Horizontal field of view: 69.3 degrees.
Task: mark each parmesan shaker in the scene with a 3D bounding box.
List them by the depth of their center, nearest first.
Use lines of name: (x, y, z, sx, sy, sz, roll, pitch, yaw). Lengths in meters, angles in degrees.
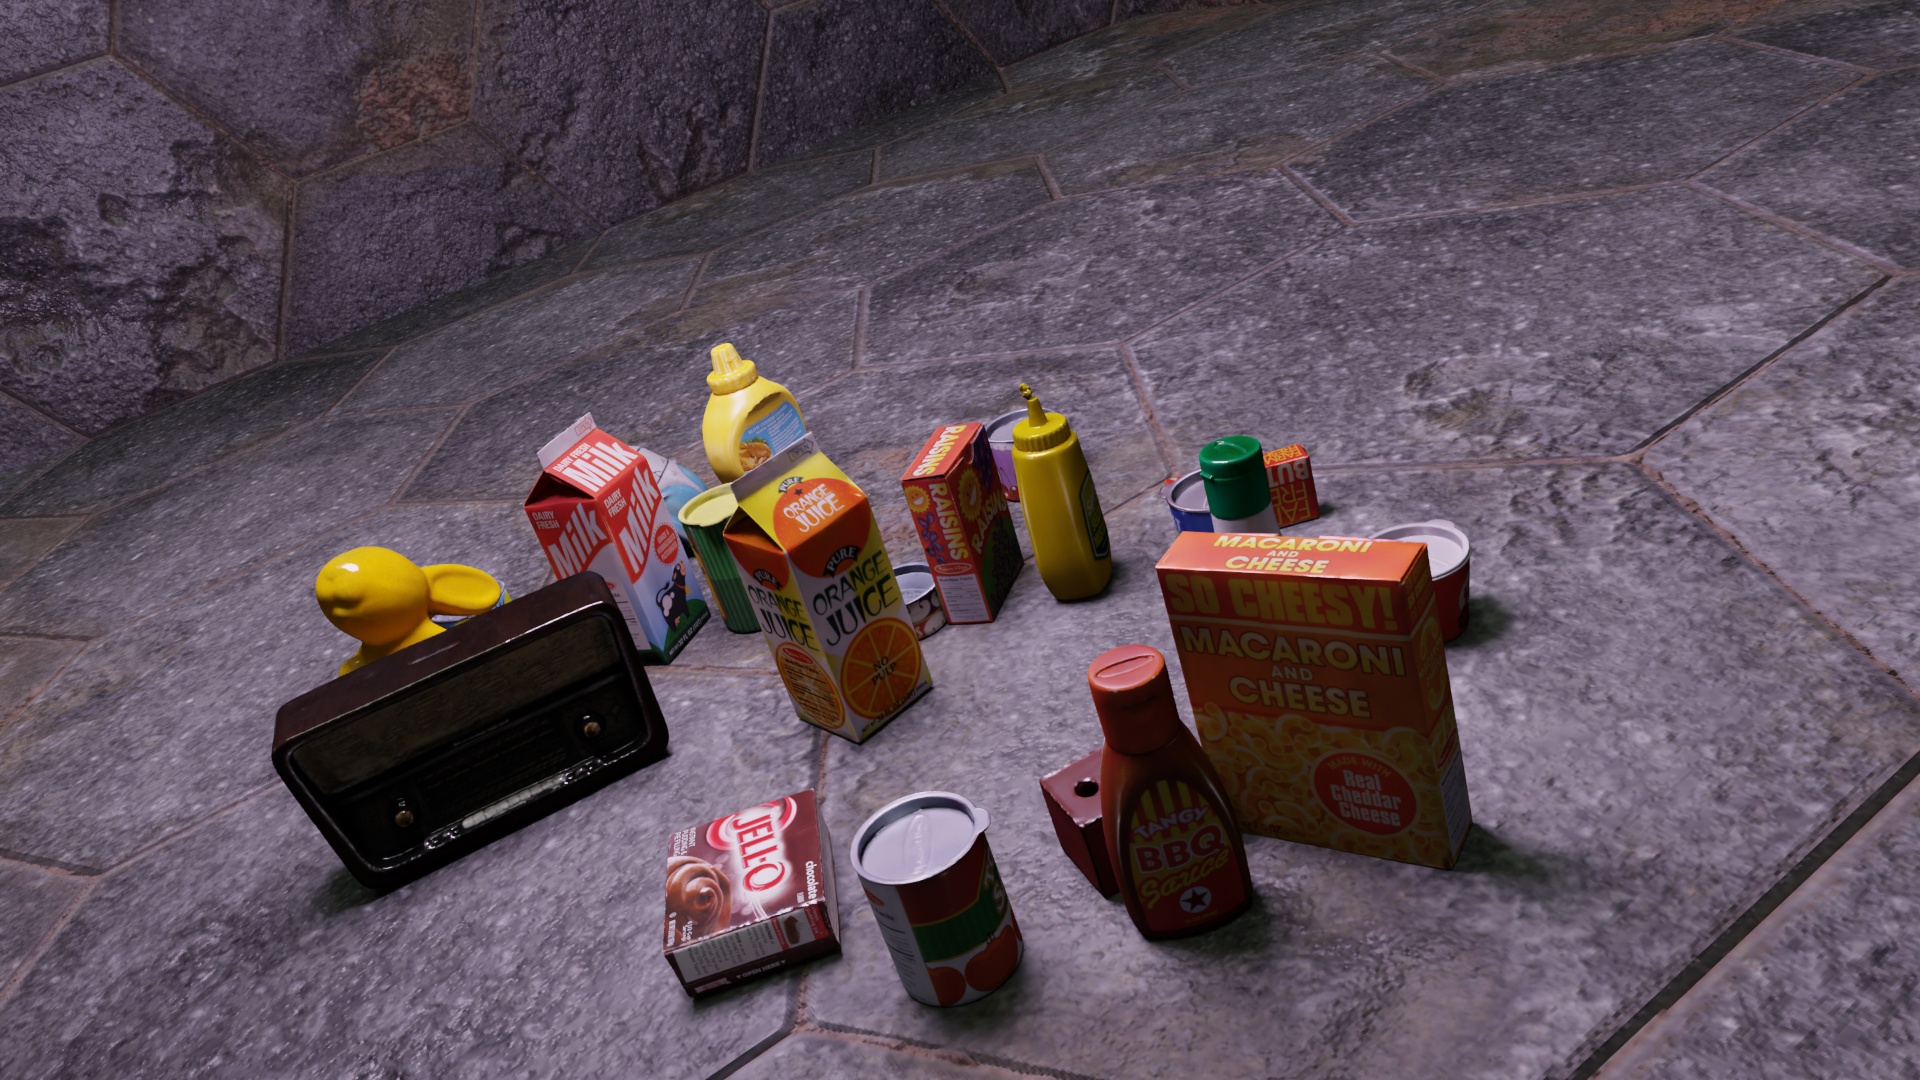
parmesan shaker: (-0.172, 0.015, 1.091, 0.071, 0.102, 0.071, -14, 26, 7)

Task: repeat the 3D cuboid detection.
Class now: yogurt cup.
yogurt cup: (0.275, 0.028, 0.839, 0.072, 0.053, 0.073, -14, 26, 7)

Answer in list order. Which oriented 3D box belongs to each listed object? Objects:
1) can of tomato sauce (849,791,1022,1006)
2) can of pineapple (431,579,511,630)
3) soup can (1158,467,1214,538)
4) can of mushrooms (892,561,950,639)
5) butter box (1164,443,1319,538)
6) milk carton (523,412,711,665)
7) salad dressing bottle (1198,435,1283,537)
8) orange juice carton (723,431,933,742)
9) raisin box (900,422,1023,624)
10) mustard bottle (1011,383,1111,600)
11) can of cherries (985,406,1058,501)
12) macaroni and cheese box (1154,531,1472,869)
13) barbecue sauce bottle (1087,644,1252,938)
can of tomato sauce: (-0.009, 0.177, 0.691, 0.071, 0.082, 0.071, -14, 26, 7)
can of pineapple: (-0.405, 0.075, 1.171, 0.071, 0.057, 0.071, -14, 26, 7)
soup can: (0.176, -0.001, 0.925, 0.071, 0.083, 0.071, -14, 26, 7)
can of mushrooms: (-0.043, 0.048, 1.025, 0.071, 0.033, 0.071, -14, 26, 7)
butter box: (0.203, -0.030, 1.000, 0.103, 0.053, 0.024, -16, 26, 4)
milk carton: (-0.272, 0.000, 1.083, 0.073, 0.189, 0.073, -5, 29, 25)
salad dressing bottle: (0.175, 0.010, 0.831, 0.044, 0.147, 0.064, -26, 27, -17)
orange juice carton: (-0.092, 0.030, 0.909, 0.072, 0.192, 0.073, -36, 31, -33)
raisin box: (0.004, -0.013, 1.011, 0.040, 0.123, 0.086, -5, 28, 25)
mustard bottle: (0.067, -0.037, 0.977, 0.049, 0.159, 0.066, -8, 27, 20)
can of cherries: (0.055, -0.073, 1.171, 0.071, 0.058, 0.072, -14, 26, 7)
macaroni and cheese box: (0.174, 0.076, 0.681, 0.123, 0.165, 0.040, 3, 32, 36)
barbecue sauce bottle: (0.095, 0.120, 0.664, 0.065, 0.148, 0.044, -18, 26, 0)
